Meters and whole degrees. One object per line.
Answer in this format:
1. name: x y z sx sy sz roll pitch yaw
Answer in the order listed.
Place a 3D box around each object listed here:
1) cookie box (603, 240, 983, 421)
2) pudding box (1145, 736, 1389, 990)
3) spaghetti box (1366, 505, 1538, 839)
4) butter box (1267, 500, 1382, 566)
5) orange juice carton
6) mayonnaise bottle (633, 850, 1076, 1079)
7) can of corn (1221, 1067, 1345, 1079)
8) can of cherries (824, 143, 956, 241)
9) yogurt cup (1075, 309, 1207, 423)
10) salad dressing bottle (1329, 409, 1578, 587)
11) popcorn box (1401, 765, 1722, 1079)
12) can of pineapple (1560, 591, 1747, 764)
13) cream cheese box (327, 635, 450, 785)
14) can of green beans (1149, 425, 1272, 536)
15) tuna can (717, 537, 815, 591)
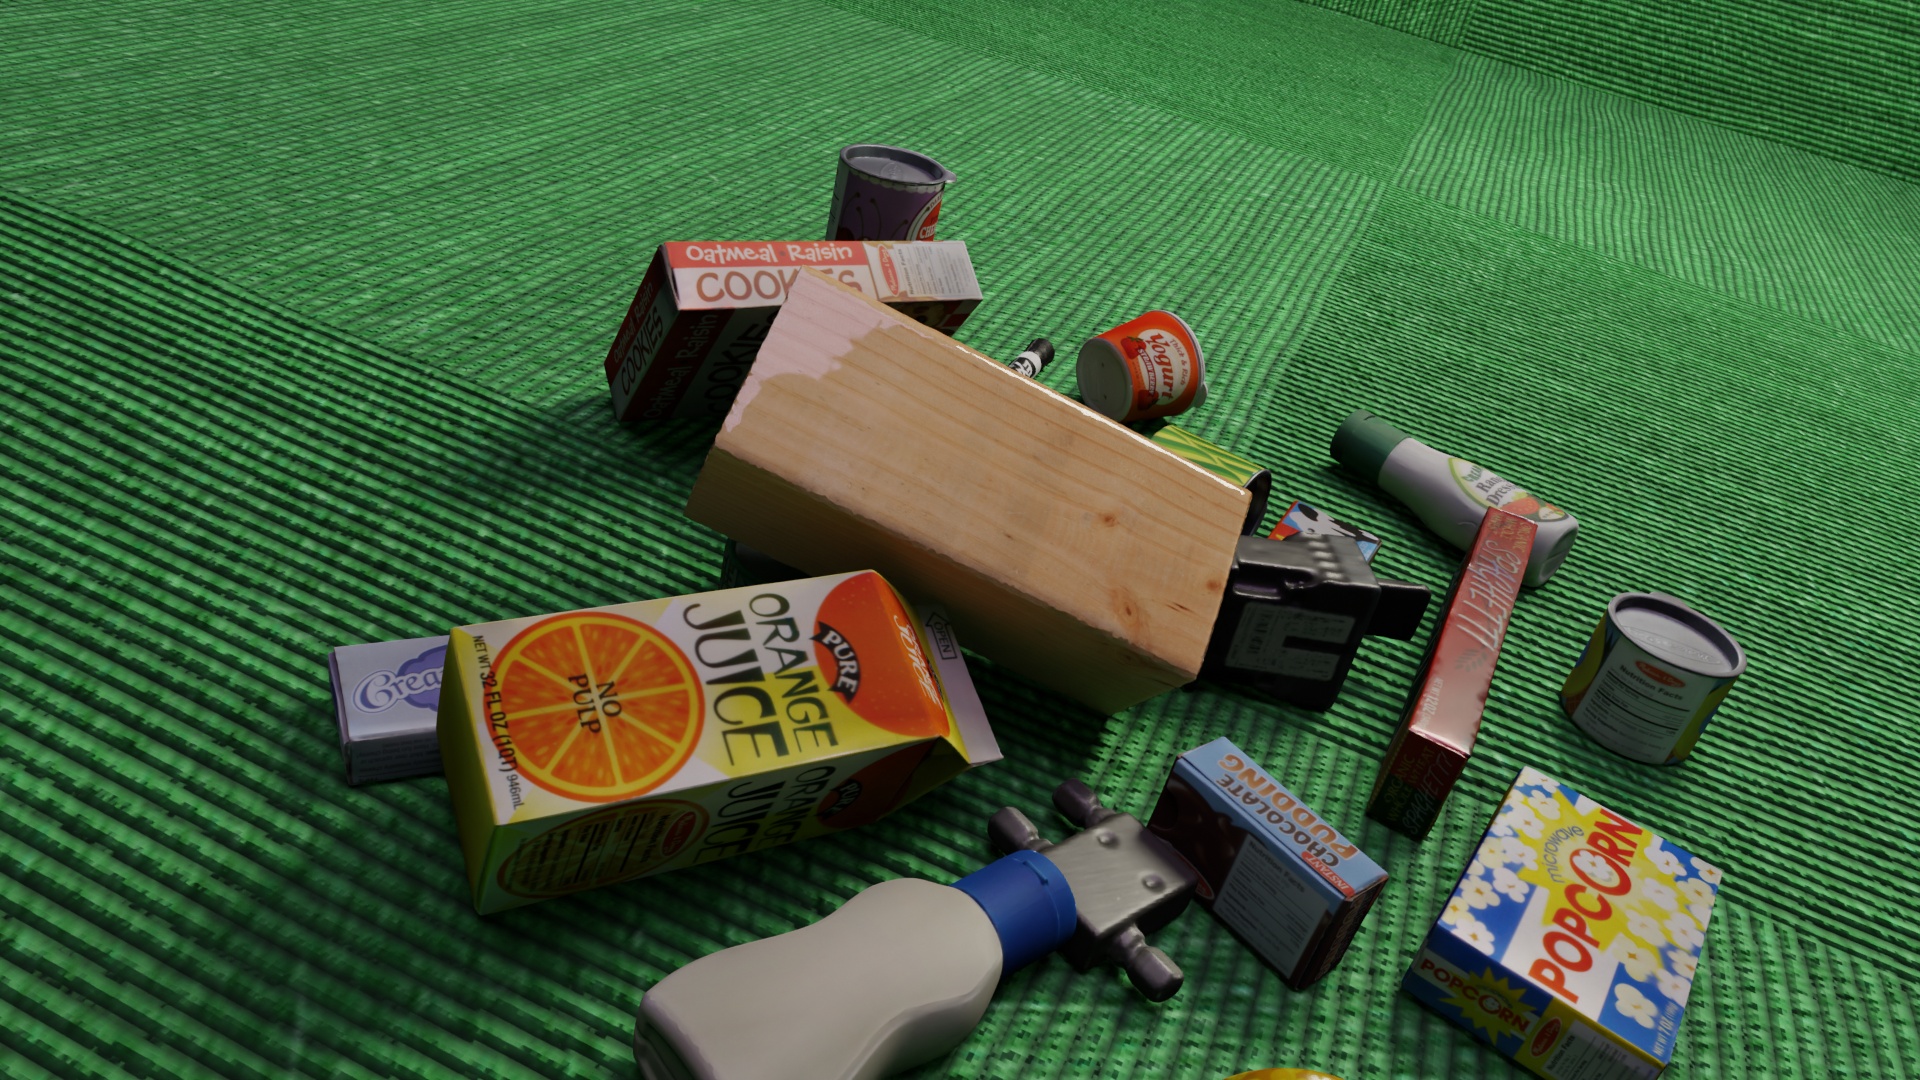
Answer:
1. cookie box: -0.091 -0.111 0.733 0.168 0.122 0.040 -7 72 -30
2. pudding box: 0.112 0.119 0.522 0.030 0.049 0.084 -15 42 -40
3. spaghetti box: 0.245 0.053 0.677 0.029 0.050 0.251 26 33 16
4. butter box: 0.183 0.016 0.734 0.053 0.024 0.104 27 34 18
5. orange juice carton: -0.078 0.065 0.493 0.193 0.072 0.072 -7 58 -30
6. mayonnaise bottle: -0.025 0.142 0.442 0.148 0.041 0.065 -16 44 -40
7. can of corn: 0.093 0.189 0.385 0.071 0.070 0.058 13 31 -1
8. can of cherries: -0.043 -0.200 0.840 0.071 0.058 0.072 11 31 -6
9. yogurt cup: 0.108 -0.104 0.858 0.054 0.072 0.072 -19 44 -30
10. salad dressing bottle: 0.290 -0.029 0.828 0.064 0.043 0.148 -17 43 -42
11. popcorn box: 0.233 0.149 0.533 0.085 0.038 0.127 29 35 23
12. can of pineapple: 0.341 0.067 0.685 0.071 0.057 0.071 10 32 -7
13. cream cheese box: -0.180 0.059 0.525 0.104 0.024 0.053 -5 36 -28
14. can of green beans: 0.121 -0.020 0.727 0.058 0.071 0.071 30 35 24
15. tuna can: -0.077 0.018 0.621 0.071 0.032 0.071 11 32 -7
